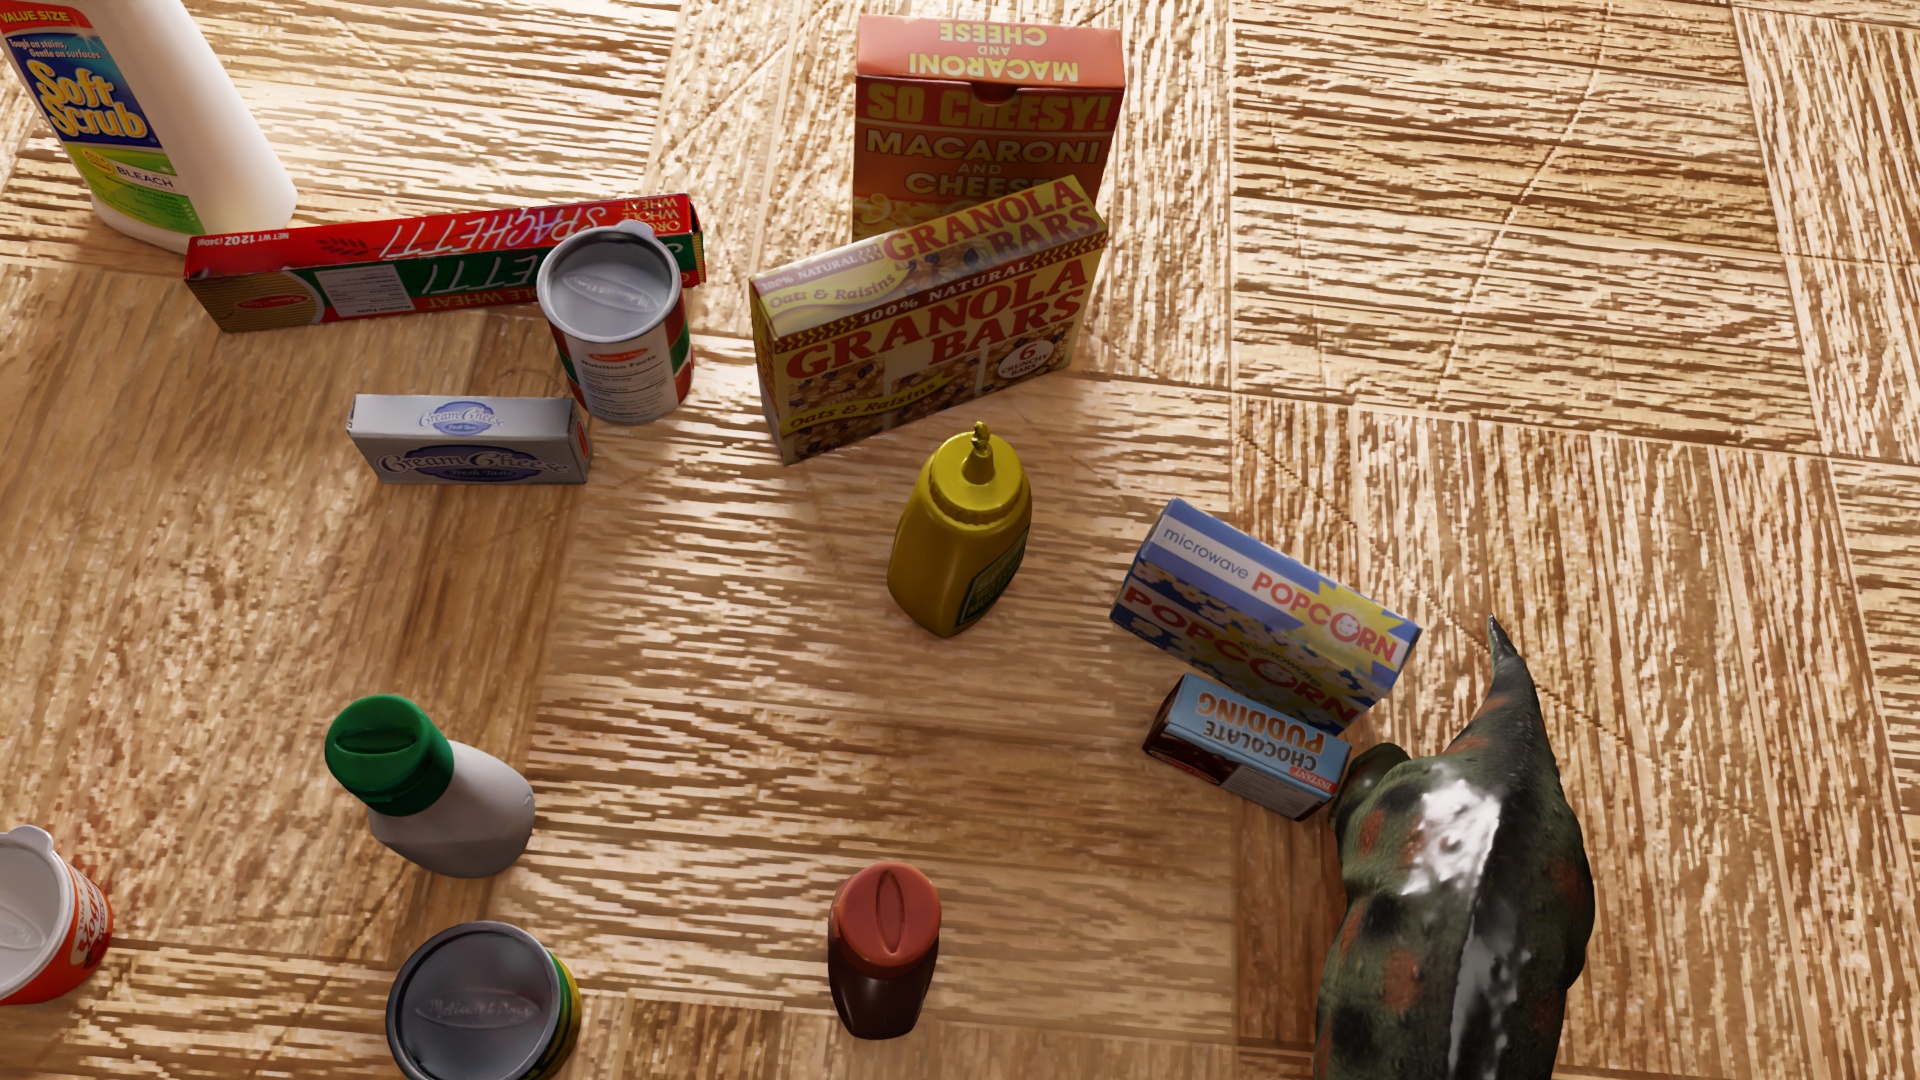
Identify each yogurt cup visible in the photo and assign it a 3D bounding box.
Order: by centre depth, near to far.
[{"bbox_3d":[-0.387,0.158,0.567,0.072,0.053,0.072,2,66,-4],"label":"yogurt cup"}]

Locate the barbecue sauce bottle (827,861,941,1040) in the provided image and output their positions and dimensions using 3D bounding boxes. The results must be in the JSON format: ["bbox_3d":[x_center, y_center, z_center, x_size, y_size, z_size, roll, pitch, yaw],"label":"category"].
[{"bbox_3d":[-0.031,0.159,0.548,0.044,0.148,0.065,-2,66,-6],"label":"barbecue sauce bottle"}]

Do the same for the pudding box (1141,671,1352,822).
[{"bbox_3d":[0.132,0.097,0.645,0.084,0.049,0.030,23,66,5],"label":"pudding box"}]

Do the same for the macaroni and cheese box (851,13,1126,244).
[{"bbox_3d":[0.008,-0.185,0.698,0.124,0.165,0.040,1,66,-4],"label":"macaroni and cheese box"}]

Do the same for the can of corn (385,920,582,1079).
[{"bbox_3d":[-0.192,0.196,0.566,0.071,0.058,0.071,2,66,-4],"label":"can of corn"}]

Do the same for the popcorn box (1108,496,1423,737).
[{"bbox_3d":[0.138,0.038,0.653,0.127,0.085,0.038,29,67,8],"label":"popcorn box"}]

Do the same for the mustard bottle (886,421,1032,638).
[{"bbox_3d":[0.002,-0.008,0.620,0.049,0.159,0.065,40,69,12],"label":"mustard bottle"}]

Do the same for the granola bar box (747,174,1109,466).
[{"bbox_3d":[-0.018,-0.106,0.683,0.166,0.123,0.039,-21,70,-14],"label":"granola bar box"}]

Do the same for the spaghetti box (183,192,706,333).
[{"bbox_3d":[-0.259,-0.144,0.718,0.250,0.050,0.029,-8,67,-9],"label":"spaghetti box"}]

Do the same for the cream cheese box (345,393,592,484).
[{"bbox_3d":[-0.236,-0.048,0.675,0.104,0.053,0.024,0,66,-5],"label":"cream cheese box"}]

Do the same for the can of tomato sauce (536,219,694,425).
[{"bbox_3d":[-0.169,-0.107,0.692,0.071,0.082,0.071,2,66,-4],"label":"can of tomato sauce"}]

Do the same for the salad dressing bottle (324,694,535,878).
[{"bbox_3d":[-0.212,0.101,0.558,0.064,0.147,0.044,0,66,-5],"label":"salad dressing bottle"}]
